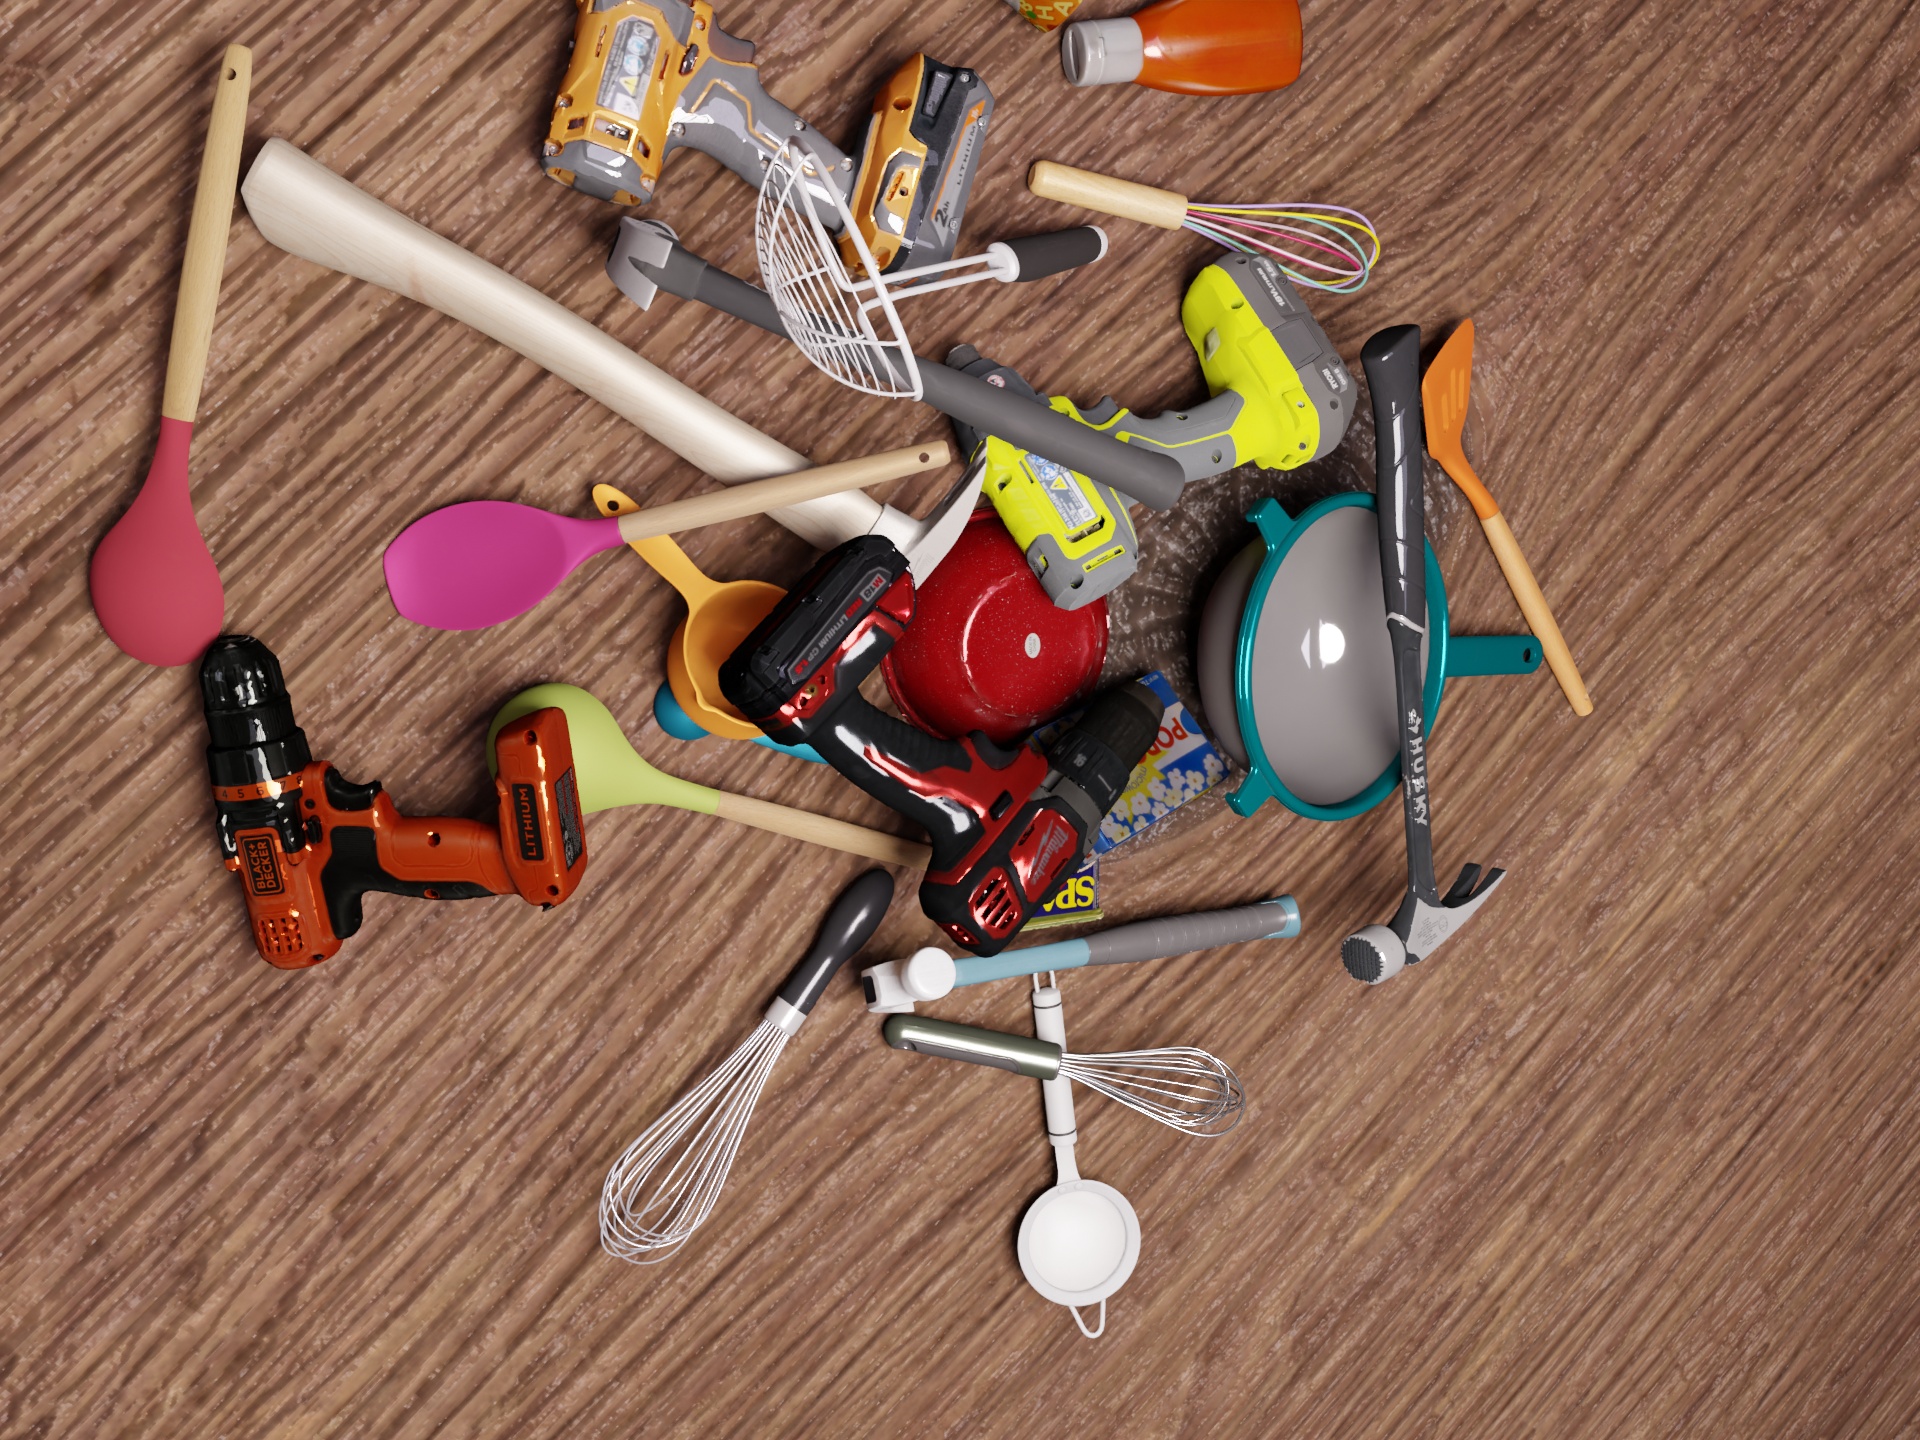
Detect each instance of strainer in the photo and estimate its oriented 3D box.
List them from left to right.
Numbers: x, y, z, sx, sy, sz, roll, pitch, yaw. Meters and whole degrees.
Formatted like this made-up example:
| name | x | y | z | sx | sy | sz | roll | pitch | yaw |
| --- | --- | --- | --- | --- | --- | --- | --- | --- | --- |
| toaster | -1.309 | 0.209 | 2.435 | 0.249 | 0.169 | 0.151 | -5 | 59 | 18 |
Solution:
| name | x | y | z | sx | sy | sz | roll | pitch | yaw |
| --- | --- | --- | --- | --- | --- | --- | --- | --- | --- |
| strainer | 0.072 | 0.290 | 1.088 | 0.087 | 0.050 | 0.258 | -8 | 98 | -11 |
| strainer | 0.271 | -0.047 | 1.085 | 0.340 | 0.095 | 0.211 | -3 | 99 | -40 |

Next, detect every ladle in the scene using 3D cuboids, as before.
| name | x | y | z | sx | sy | sz | roll | pitch | yaw |
| --- | --- | --- | --- | --- | --- | --- | --- | --- | --- |
| ladle | -0.387 | -0.177 | 0.799 | 0.069 | 0.031 | 0.315 | 13 | 100 | -5 |
| ladle | -0.129 | 0.051 | 0.966 | 0.320 | 0.062 | 0.078 | 18 | 103 | -31 |

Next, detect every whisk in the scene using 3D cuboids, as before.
| name | x | y | z | sx | sy | sz | roll | pitch | yaw |
| --- | --- | --- | --- | --- | --- | --- | --- | --- | --- |
| whisk | -0.127 | 0.210 | 0.987 | 0.070 | 0.070 | 0.284 | 40 | 79 | -23 |
| whisk | 0.070 | 0.227 | 1.043 | 0.246 | 0.057 | 0.059 | 12 | 55 | -5 |
| whisk | 0.157 | -0.312 | 1.006 | 0.245 | 0.047 | 0.051 | 7 | 85 | -19 |

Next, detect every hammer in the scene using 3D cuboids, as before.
| name | x | y | z | sx | sy | sz | roll | pitch | yaw |
| --- | --- | --- | --- | --- | --- | --- | --- | --- | --- |
| hammer | -0.180 | -0.192 | 0.866 | 0.410 | 0.038 | 0.146 | 30 | 122 | -20 |
| hammer | -0.030 | -0.189 | 0.860 | 0.334 | 0.146 | 0.035 | 21 | 106 | -13 |
| hammer | 0.089 | 0.148 | 1.030 | 0.331 | 0.128 | 0.033 | -5 | 78 | -29 |
| hammer | 0.290 | -0.043 | 1.017 | 0.149 | 0.036 | 0.408 | -18 | 108 | -37 |

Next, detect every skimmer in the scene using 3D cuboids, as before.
| name | x | y | z | sx | sy | sz | roll | pitch | yaw |
| --- | --- | --- | --- | --- | --- | --- | --- | --- | --- |
| skimmer | 0.015 | -0.245 | 0.827 | 0.363 | 0.090 | 0.127 | -34 | 98 | -53 |

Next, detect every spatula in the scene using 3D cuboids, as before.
| name | x | y | z | sx | sy | sz | roll | pitch | yaw |
| --- | --- | --- | --- | --- | --- | --- | --- | --- | --- |
| spatula | 0.395 | -0.129 | 1.135 | 0.081 | 0.041 | 0.322 | -49 | 117 | -31 |

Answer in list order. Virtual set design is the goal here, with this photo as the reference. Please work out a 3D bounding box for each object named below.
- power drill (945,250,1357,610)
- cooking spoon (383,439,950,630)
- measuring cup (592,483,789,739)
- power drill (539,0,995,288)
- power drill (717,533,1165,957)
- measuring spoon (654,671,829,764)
| name | x | y | z | sx | sy | sz | roll | pitch | yaw |
| --- | --- | --- | --- | --- | --- | --- | --- | --- | --- |
| power drill | 0.112 | -0.189 | 0.972 | 0.223 | 0.080 | 0.171 | -28 | 82 | -15 |
| cooking spoon | -0.161 | -0.111 | 0.875 | 0.319 | 0.017 | 0.068 | -13 | 98 | 2 |
| measuring cup | -0.155 | -0.063 | 0.920 | 0.173 | 0.052 | 0.095 | 47 | 61 | -7 |
| power drill | -0.099 | -0.353 | 0.875 | 0.226 | 0.084 | 0.185 | 15 | 93 | -19 |
| power drill | -0.001 | -0.003 | 0.897 | 0.226 | 0.080 | 0.188 | 45 | 73 | -14 |
| measuring spoon | -0.122 | 0.005 | 0.962 | 0.128 | 0.021 | 0.042 | 18 | 93 | -22 |
